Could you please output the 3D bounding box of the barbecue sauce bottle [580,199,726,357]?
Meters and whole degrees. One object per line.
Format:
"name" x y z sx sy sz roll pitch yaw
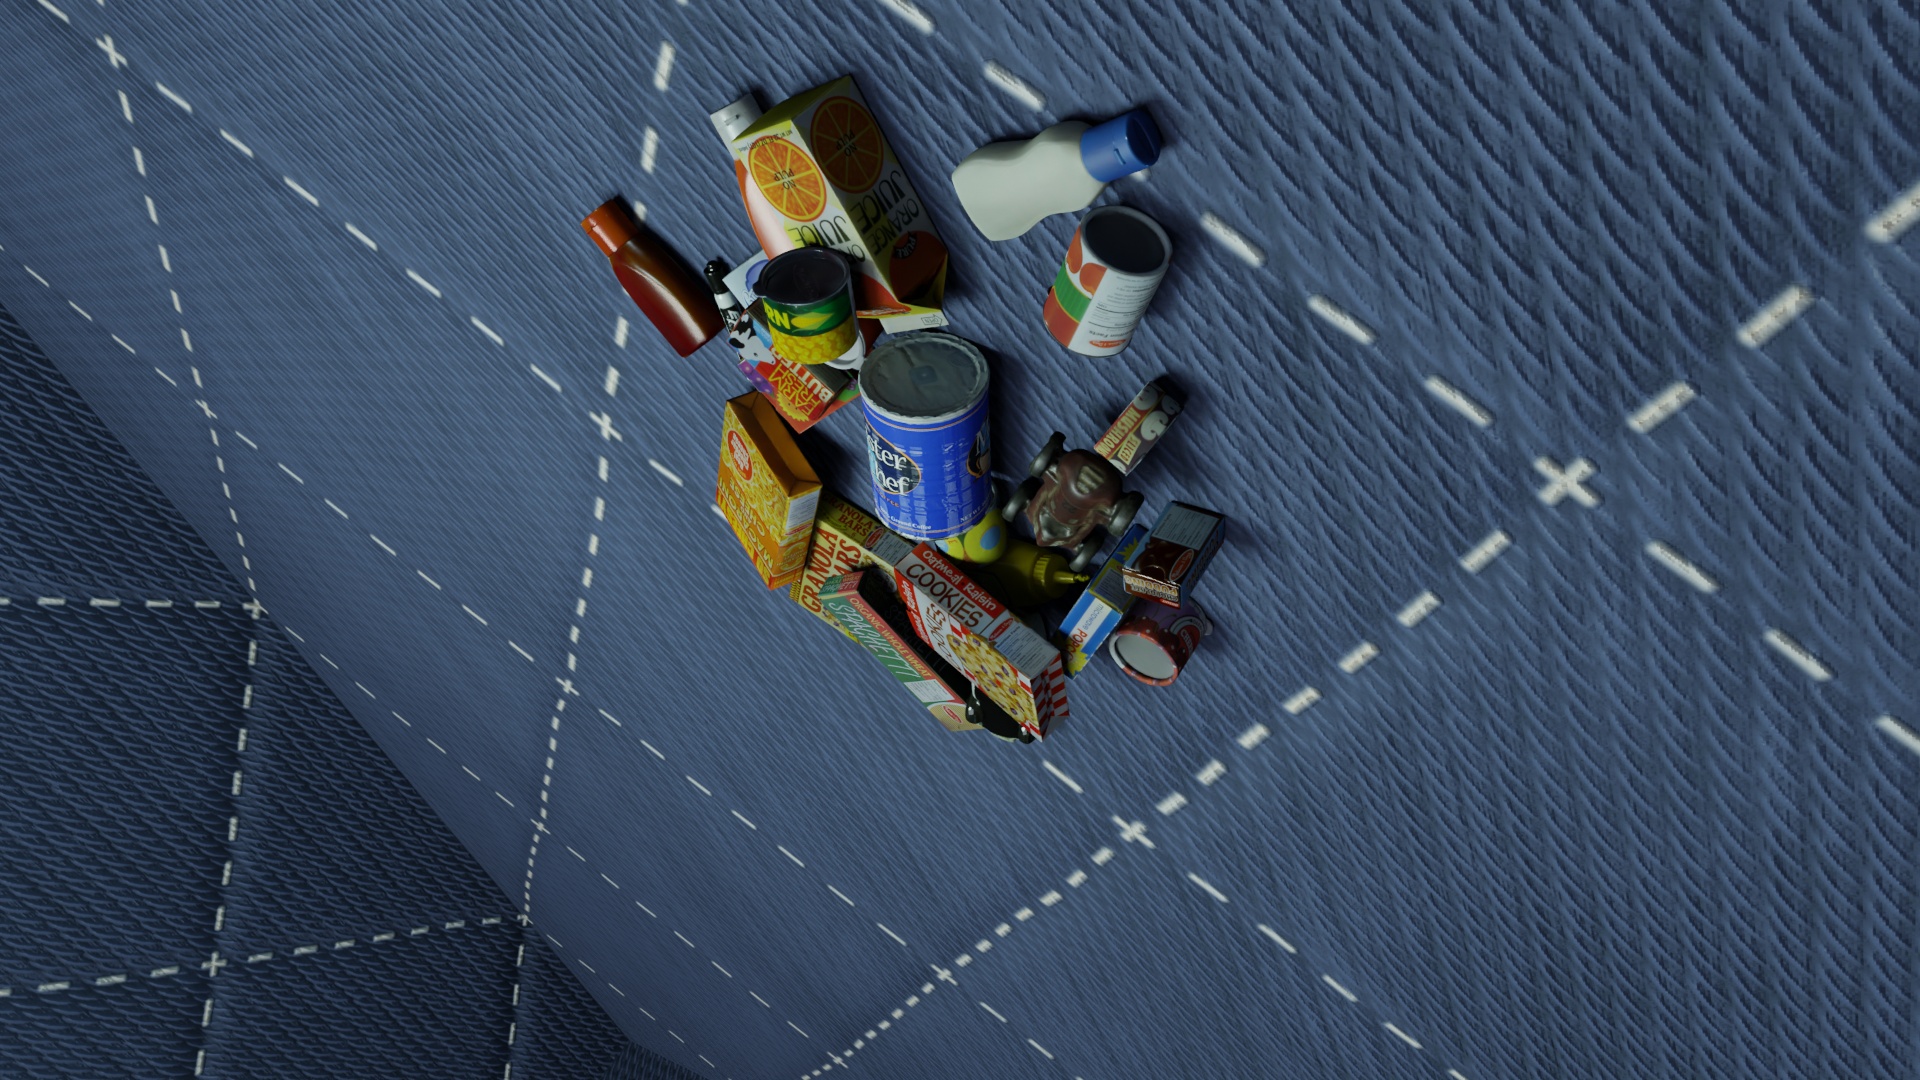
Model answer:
"barbecue sauce bottle" -0.277 -0.235 1.245 0.148 0.044 0.064 51 145 -15

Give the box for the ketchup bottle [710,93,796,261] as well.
"ketchup bottle" -0.140 -0.268 1.072 0.064 0.044 0.148 -23 112 15

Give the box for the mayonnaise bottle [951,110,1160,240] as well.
"mayonnaise bottle" 0.064 -0.245 0.920 0.148 0.041 0.064 -7 126 45

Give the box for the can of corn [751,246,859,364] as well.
"can of corn" -0.112 -0.170 1.010 0.071 0.071 0.058 22 144 23

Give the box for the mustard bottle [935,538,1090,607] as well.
"mustard bottle" 0.047 0.029 1.240 0.160 0.049 0.065 2 133 42

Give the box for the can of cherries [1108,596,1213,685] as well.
"can of cherries" 0.169 0.081 1.177 0.071 0.059 0.071 25 143 21

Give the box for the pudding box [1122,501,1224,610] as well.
"pudding box" 0.165 0.011 1.077 0.050 0.084 0.030 18 141 27

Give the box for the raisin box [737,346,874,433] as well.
"raisin box" -0.130 -0.151 1.208 0.086 0.040 0.123 48 146 -14

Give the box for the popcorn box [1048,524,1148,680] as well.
"popcorn box" 0.120 0.053 1.166 0.038 0.085 0.126 35 145 5

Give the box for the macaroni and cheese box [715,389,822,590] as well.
"macaroni and cheese box" -0.187 -0.046 1.341 0.124 0.040 0.165 56 152 22

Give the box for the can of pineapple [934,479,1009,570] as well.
"can of pineapple" 0.004 -0.015 1.211 0.071 0.071 0.057 15 139 31

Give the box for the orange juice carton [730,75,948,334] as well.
"orange juice carton" -0.078 -0.236 1.032 0.071 0.073 0.192 -3 128 44

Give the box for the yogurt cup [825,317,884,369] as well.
"yogurt cup" -0.092 -0.181 1.125 0.072 0.054 0.072 25 143 20

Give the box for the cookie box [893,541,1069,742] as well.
"cookie box" 0.018 0.089 1.215 0.168 0.040 0.122 38 160 28

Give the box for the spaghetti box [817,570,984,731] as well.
"spaghetti box" -0.051 0.115 1.391 0.050 0.029 0.249 -11 136 33

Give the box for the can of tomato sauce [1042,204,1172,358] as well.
"can of tomato sauce" 0.098 -0.177 0.943 0.071 0.071 0.082 34 145 7

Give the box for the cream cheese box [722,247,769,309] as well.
"cream cheese box" -0.153 -0.221 1.163 0.053 0.024 0.103 51 144 -15

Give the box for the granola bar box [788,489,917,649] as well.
"granola bar box" -0.105 0.036 1.398 0.124 0.039 0.164 32 145 9

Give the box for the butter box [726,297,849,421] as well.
"butter box" -0.145 -0.151 1.164 0.103 0.024 0.053 43 144 -5

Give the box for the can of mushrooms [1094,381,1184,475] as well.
"can of mushrooms" 0.130 -0.081 1.017 0.033 0.071 0.070 41 146 1
